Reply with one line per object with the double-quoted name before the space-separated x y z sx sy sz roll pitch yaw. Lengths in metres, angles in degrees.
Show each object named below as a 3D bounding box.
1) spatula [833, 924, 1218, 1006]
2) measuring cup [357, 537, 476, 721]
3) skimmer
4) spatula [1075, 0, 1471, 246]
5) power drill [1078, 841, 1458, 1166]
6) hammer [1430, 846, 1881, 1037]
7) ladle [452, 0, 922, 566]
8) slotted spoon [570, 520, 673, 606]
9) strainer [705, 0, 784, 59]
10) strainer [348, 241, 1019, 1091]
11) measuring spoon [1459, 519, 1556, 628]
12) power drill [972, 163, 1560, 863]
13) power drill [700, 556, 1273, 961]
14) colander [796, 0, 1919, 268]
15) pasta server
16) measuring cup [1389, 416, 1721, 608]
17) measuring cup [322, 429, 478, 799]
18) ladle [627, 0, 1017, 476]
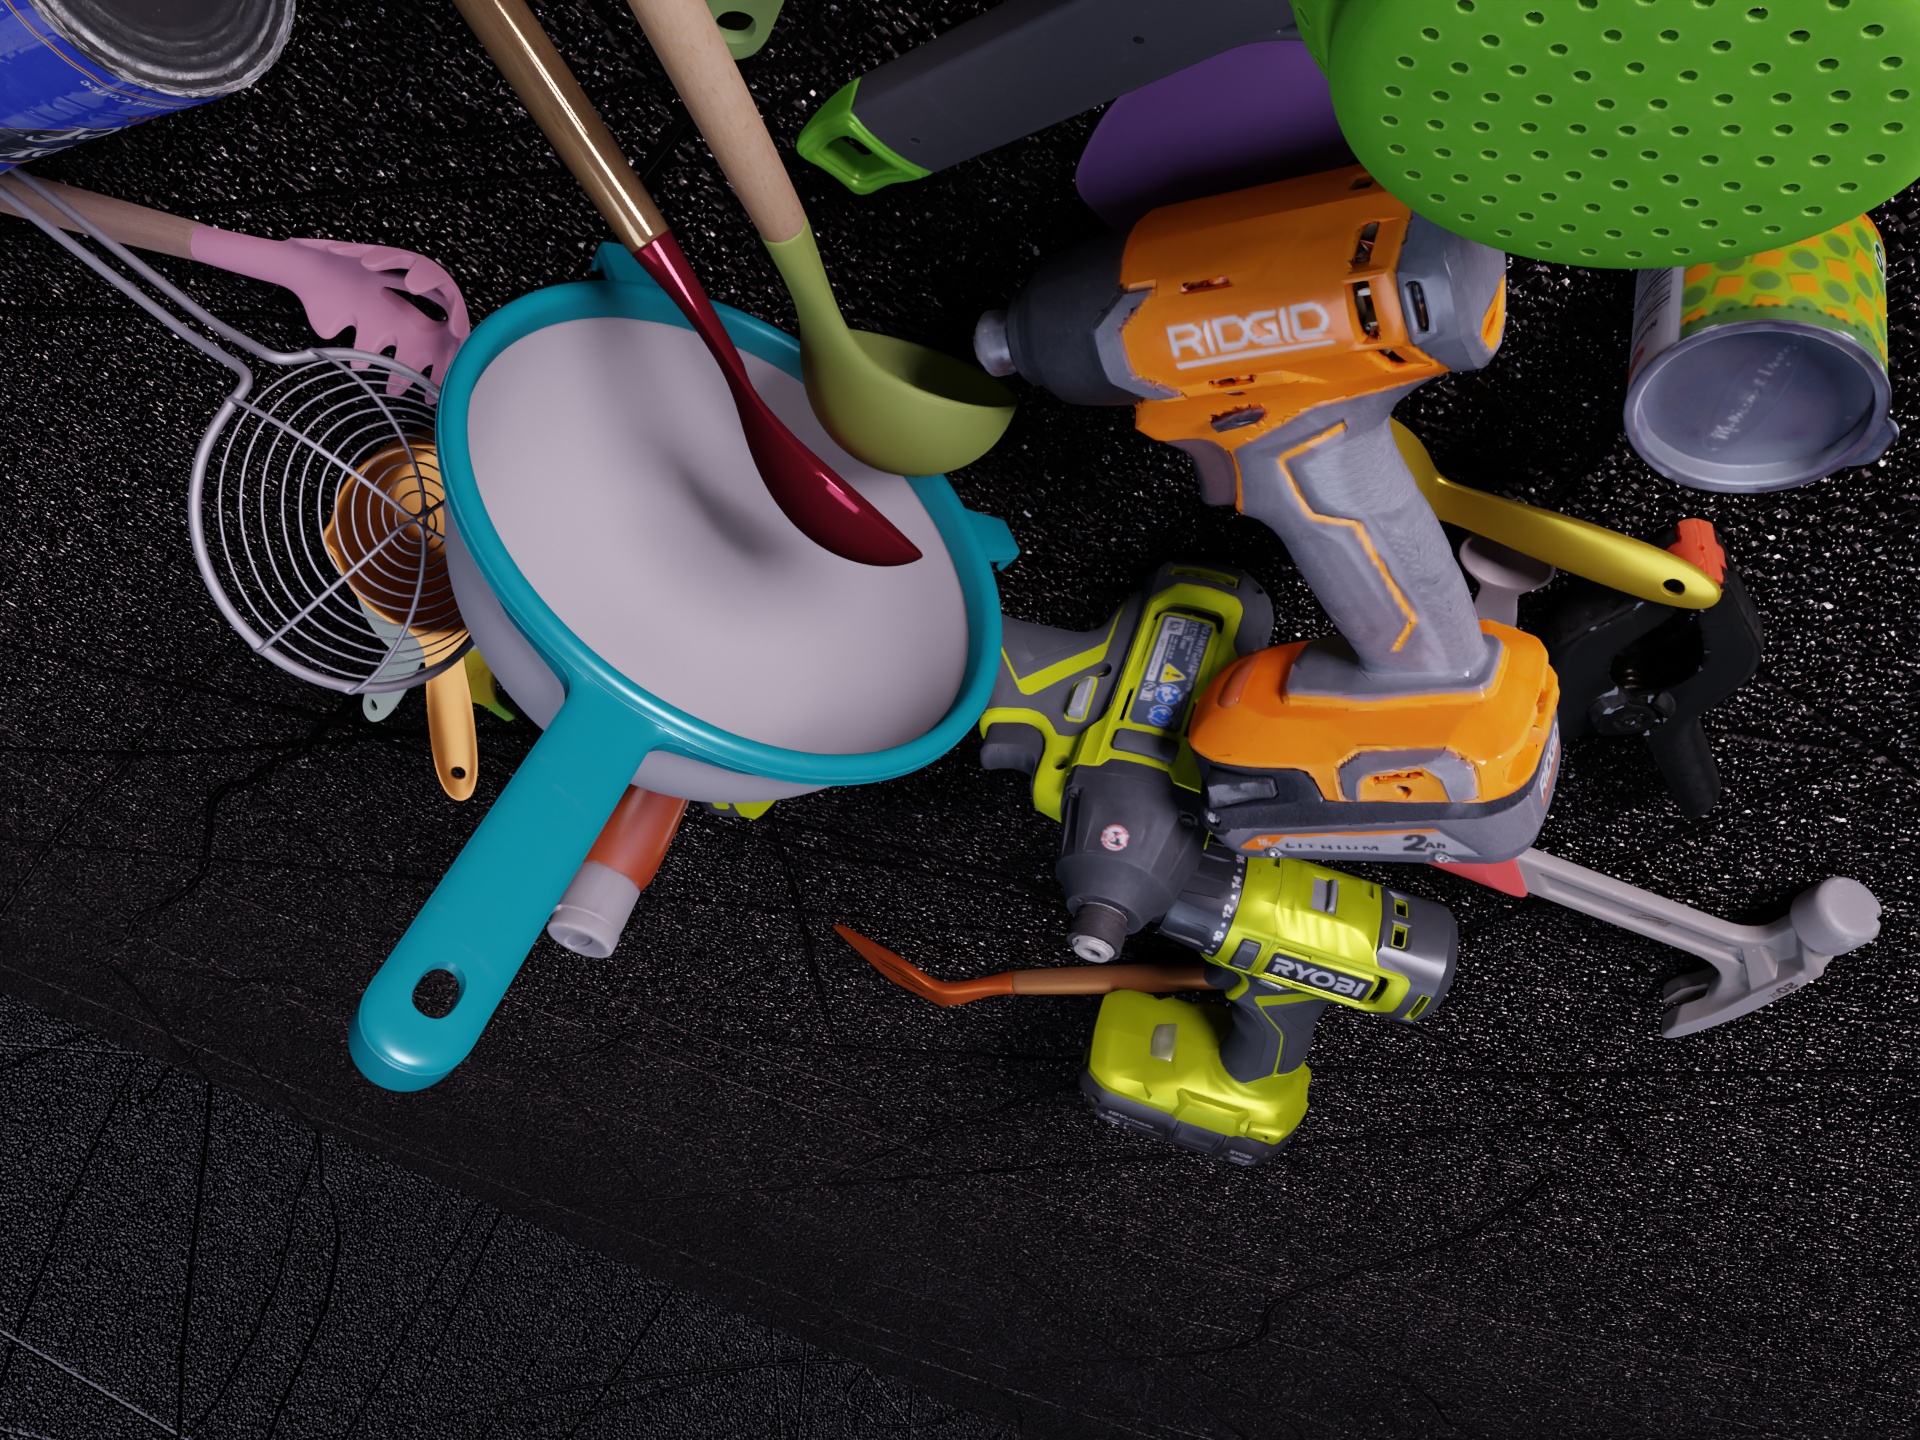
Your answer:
"spatula" 0.059 0.159 1.024 0.322 0.041 0.080 -7 141 31
"measuring cup" -0.292 -0.041 0.817 0.083 0.038 0.167 50 131 6
"skimmer" -0.325 -0.156 0.602 0.363 0.127 0.090 38 143 3
"spatula" 0.145 -0.196 0.395 0.059 0.018 0.316 37 146 -27
"power drill" 0.143 0.150 0.886 0.190 0.080 0.228 17 139 1
"hammer" 0.224 0.059 0.751 0.359 0.037 0.149 20 150 -3
"ladle" -0.110 -0.170 0.488 0.315 0.031 0.069 56 180 -19
"slotted spoon" -0.164 -0.037 0.764 0.070 0.031 0.313 34 162 -2
"strainer" -0.030 -0.248 0.379 0.151 0.069 0.256 4 173 -19
"strainer" -0.111 -0.007 0.519 0.211 0.341 0.095 35 131 -13
"measuring spoon" 0.208 -0.044 0.618 0.034 0.018 0.124 18 158 19
"power drill" 0.104 -0.061 0.521 0.164 0.084 0.226 -1 127 32
"power drill" -0.001 -0.002 0.648 0.223 0.171 0.080 13 150 17
"colander" 0.078 -0.150 0.359 0.204 0.094 0.397 24 164 -38
"pasta server" -0.338 -0.197 0.648 0.316 0.040 0.060 16 138 7
"measuring cup" 0.180 -0.063 0.550 0.156 0.029 0.062 23 143 20
"measuring cup" -0.236 -0.050 0.739 0.095 0.052 0.173 0 115 -6
"ladle" -0.053 -0.168 0.453 0.078 0.062 0.319 32 168 27
